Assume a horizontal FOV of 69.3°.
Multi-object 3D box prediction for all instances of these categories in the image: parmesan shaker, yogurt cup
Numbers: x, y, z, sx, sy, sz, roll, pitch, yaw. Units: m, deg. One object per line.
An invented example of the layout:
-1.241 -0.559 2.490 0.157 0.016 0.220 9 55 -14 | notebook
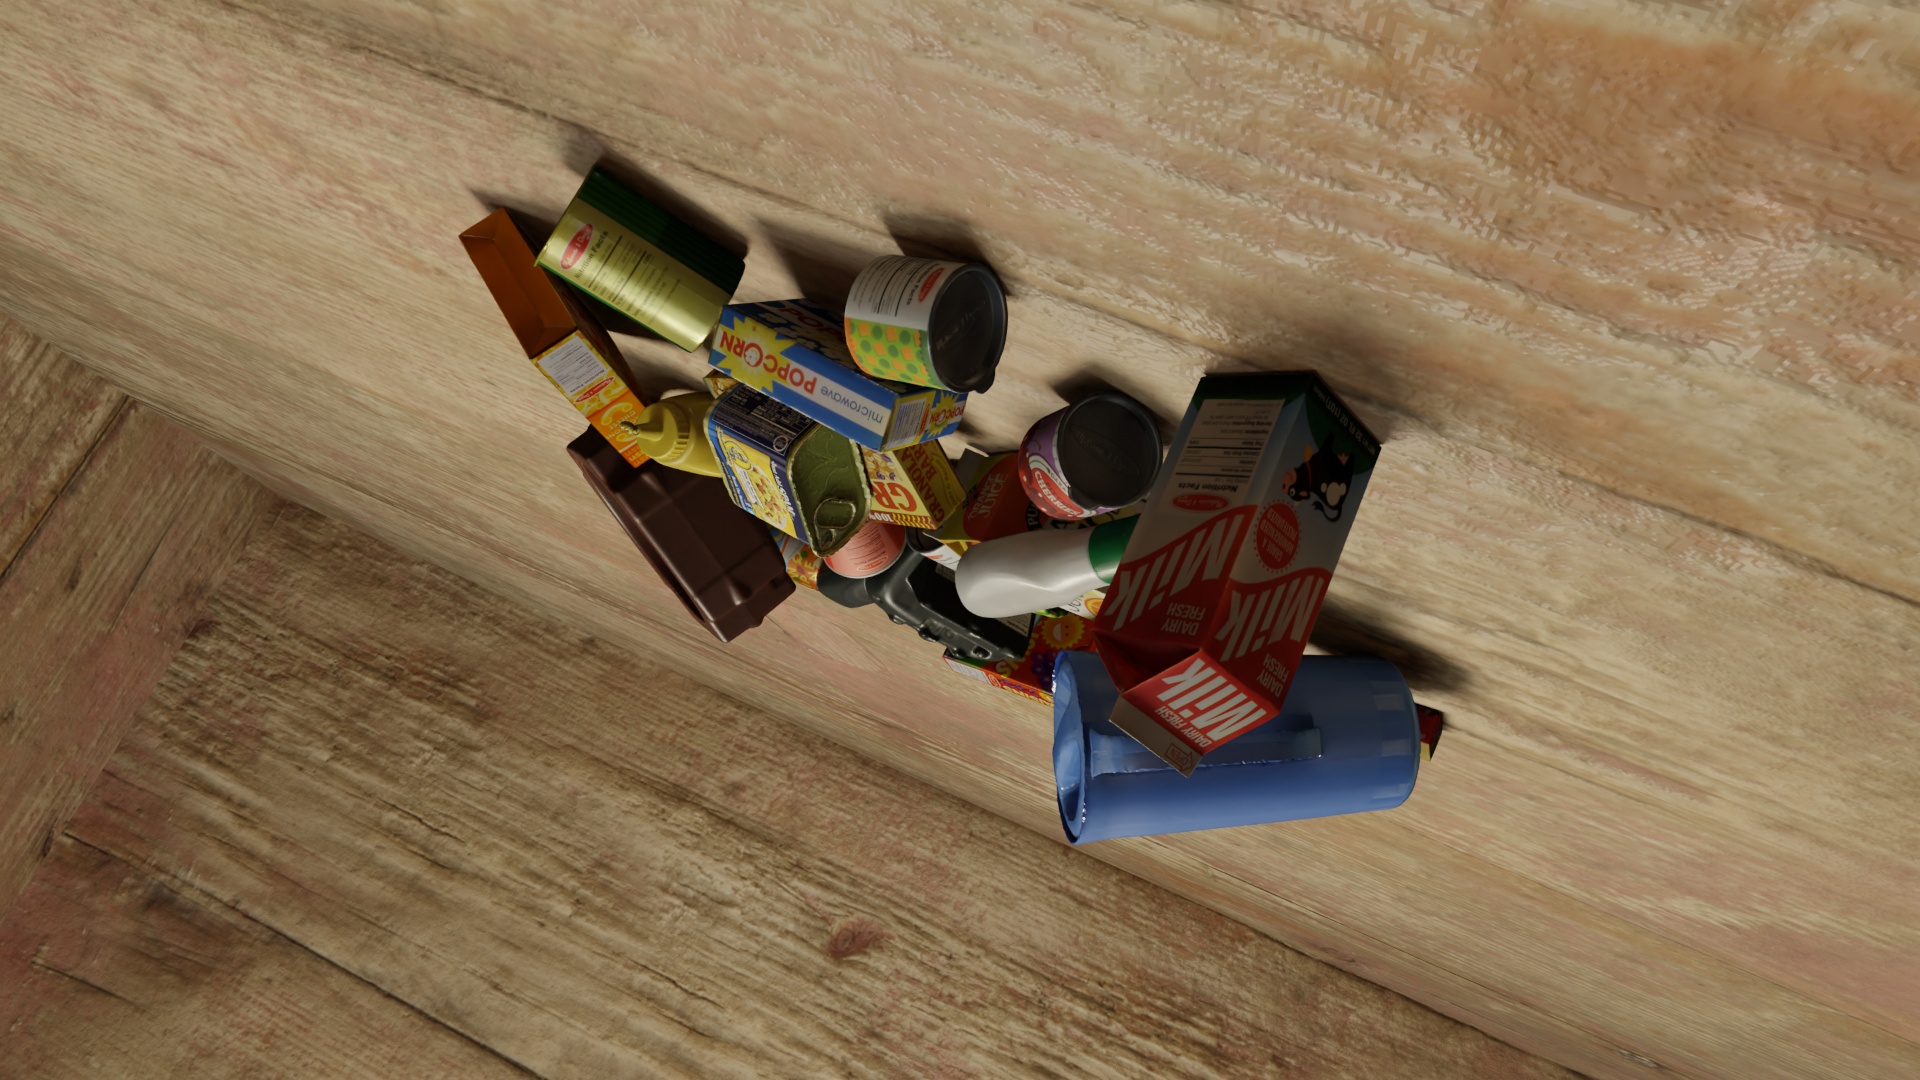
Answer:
-0.188 -0.162 0.817 0.103 0.071 0.071 31 163 -20 | parmesan shaker
-0.079 -0.013 1.046 0.072 0.073 0.053 18 151 26 | yogurt cup

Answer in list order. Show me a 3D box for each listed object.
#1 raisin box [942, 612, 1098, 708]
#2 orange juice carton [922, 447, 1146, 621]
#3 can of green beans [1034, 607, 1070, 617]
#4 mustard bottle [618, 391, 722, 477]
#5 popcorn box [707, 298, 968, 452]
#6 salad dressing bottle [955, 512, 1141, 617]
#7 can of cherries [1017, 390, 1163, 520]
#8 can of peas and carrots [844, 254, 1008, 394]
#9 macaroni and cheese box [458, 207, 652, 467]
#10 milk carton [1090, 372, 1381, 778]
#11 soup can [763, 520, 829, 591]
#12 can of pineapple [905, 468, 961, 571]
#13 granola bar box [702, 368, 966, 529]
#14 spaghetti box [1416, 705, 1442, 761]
0.059 0.091 1.219 0.123 0.086 0.040 18 157 24 | raisin box
0.076 0.002 0.937 0.193 0.072 0.072 23 163 8 | orange juice carton
0.055 0.021 1.039 0.058 0.071 0.071 11 158 40 | can of green beans
-0.186 -0.076 0.999 0.049 0.065 0.160 11 -172 28 | mustard bottle
-0.068 -0.097 0.797 0.127 0.038 0.085 28 -156 20 | popcorn box
0.062 0.014 0.837 0.064 0.044 0.147 25 153 -38 | salad dressing bottle
0.071 -0.045 0.793 0.071 0.071 0.058 30 164 -15 | can of cherries
-0.017 -0.111 0.722 0.059 0.071 0.070 15 161 36 | can of peas and carrots
-0.273 -0.138 0.976 0.124 0.040 0.166 55 176 25 | macaroni and cheese box
0.129 0.017 0.682 0.073 0.191 0.072 6 154 50 | milk carton
-0.156 0.003 1.305 0.084 0.071 0.071 21 163 14 | soup can
0.004 -0.013 1.006 0.058 0.071 0.071 28 166 -37 | can of pineapple
-0.087 -0.072 0.945 0.165 0.039 0.123 8 137 46 | granola bar box
0.256 0.118 1.112 0.250 0.029 0.050 17 161 26 | spaghetti box
